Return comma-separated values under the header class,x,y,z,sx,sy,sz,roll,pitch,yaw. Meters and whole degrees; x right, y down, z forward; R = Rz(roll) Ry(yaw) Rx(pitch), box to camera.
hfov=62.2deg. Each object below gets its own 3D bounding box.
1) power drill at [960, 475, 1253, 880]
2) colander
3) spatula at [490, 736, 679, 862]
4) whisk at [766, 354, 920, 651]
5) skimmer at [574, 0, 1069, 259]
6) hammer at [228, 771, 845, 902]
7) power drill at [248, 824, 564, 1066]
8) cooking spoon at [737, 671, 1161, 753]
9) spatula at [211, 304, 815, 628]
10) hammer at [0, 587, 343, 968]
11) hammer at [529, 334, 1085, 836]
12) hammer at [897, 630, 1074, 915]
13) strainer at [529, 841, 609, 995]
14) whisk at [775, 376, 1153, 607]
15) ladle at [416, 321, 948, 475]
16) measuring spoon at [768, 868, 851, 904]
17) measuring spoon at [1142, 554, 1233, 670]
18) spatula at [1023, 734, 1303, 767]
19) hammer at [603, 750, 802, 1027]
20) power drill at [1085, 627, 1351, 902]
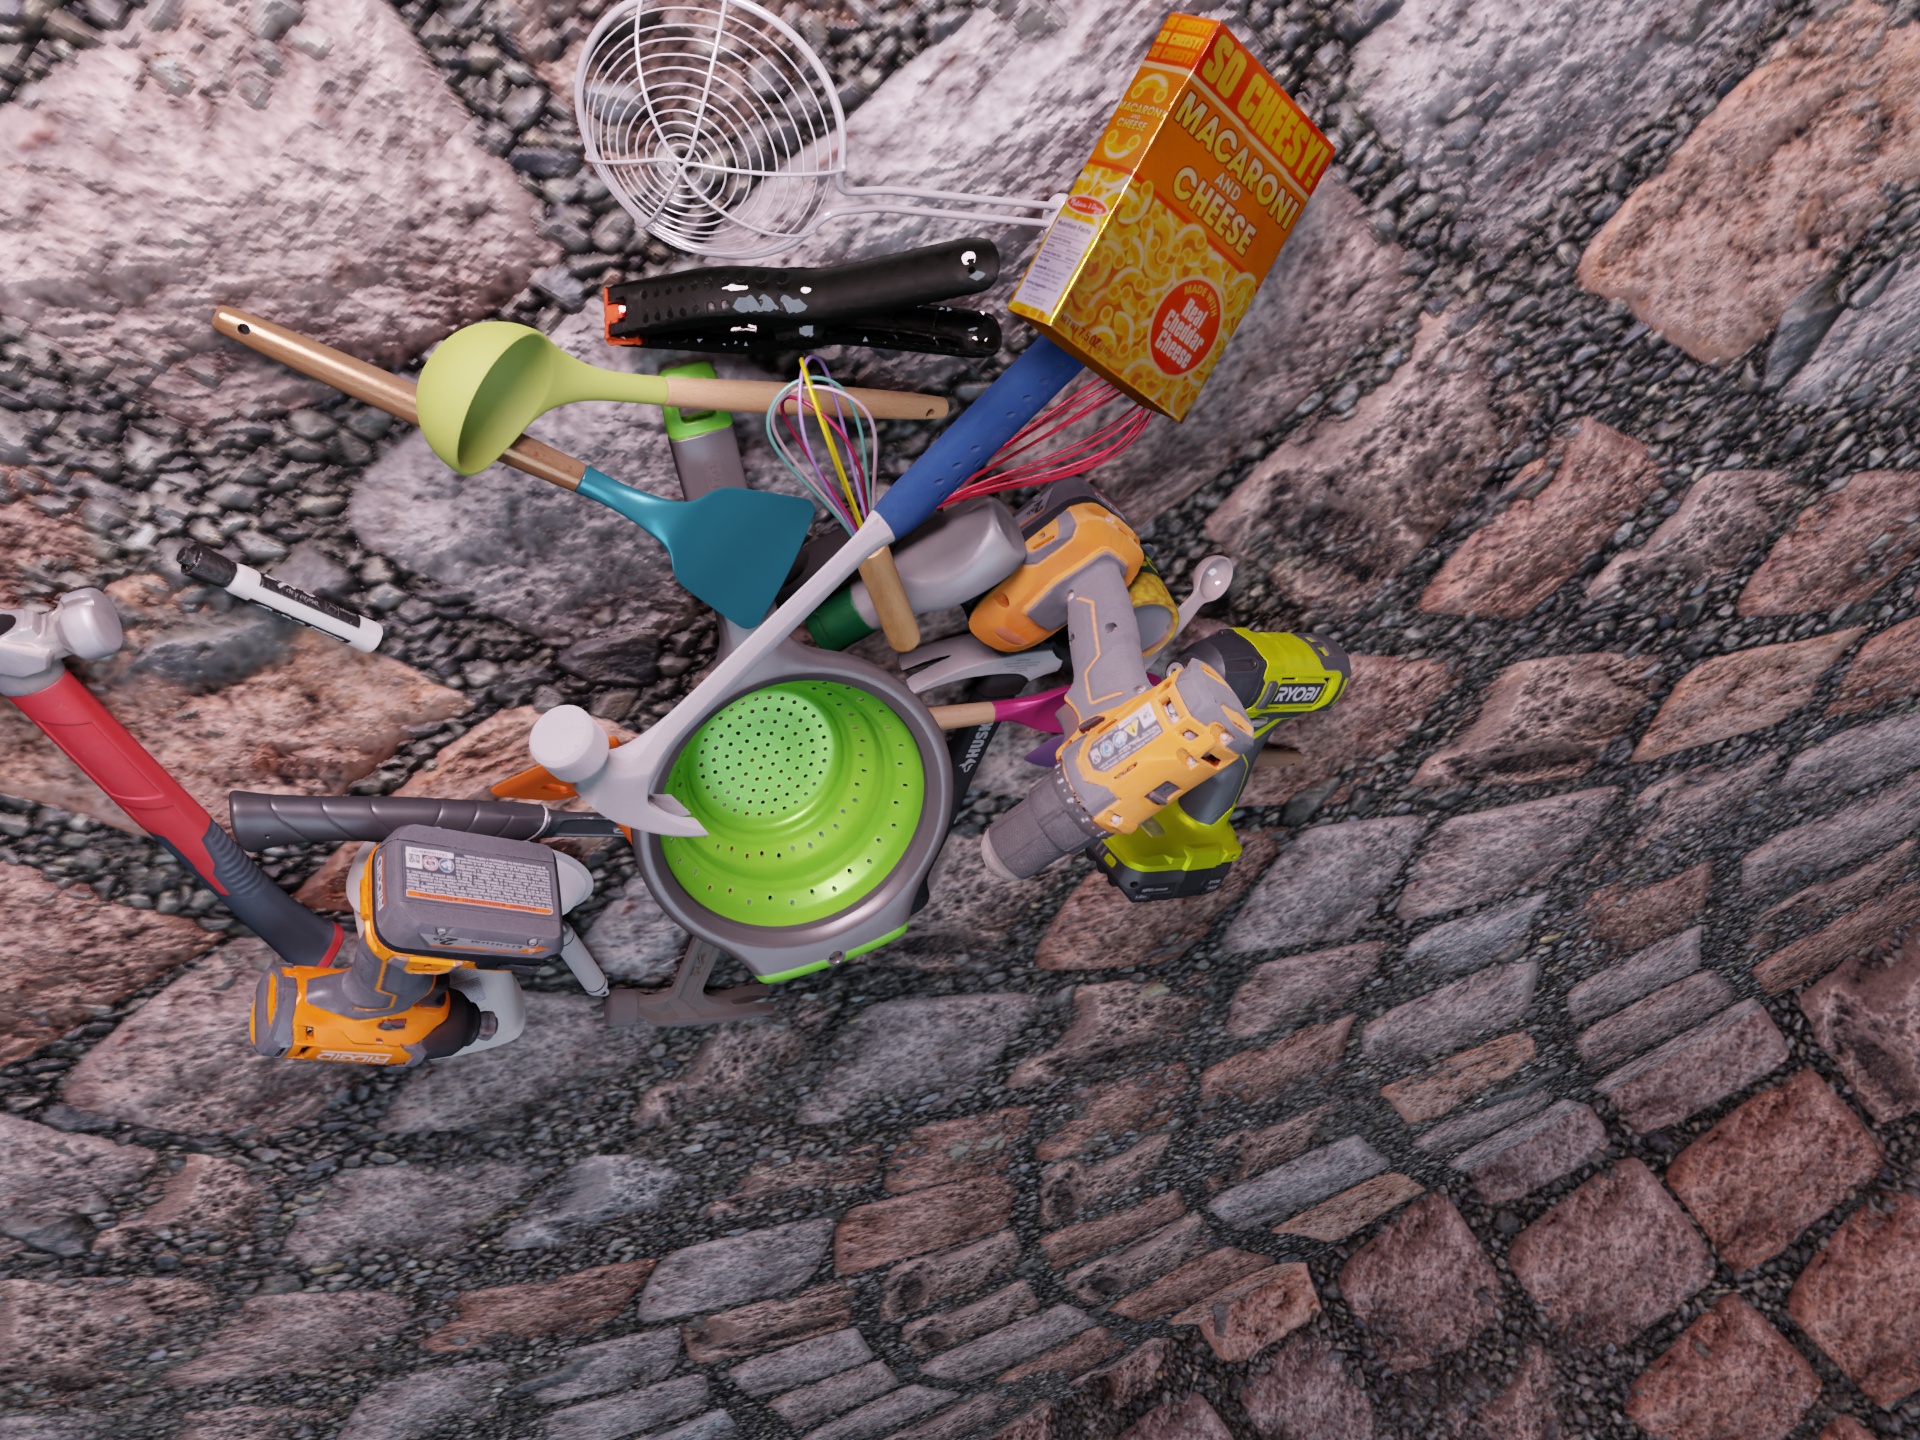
class,x,y,z,sx,sy,sz,roll,pitch,yaw
power drill,0.065,-0.022,1.010,0.185,0.226,0.084,-37,142,21
colander,-0.128,-0.031,0.980,0.204,0.095,0.396,-18,118,-14
spatula,-0.204,0.095,1.062,0.081,0.041,0.322,-23,143,2
whisk,-0.058,-0.111,0.903,0.051,0.047,0.244,-43,149,-15
skimmer,-0.010,-0.281,0.804,0.363,0.090,0.127,-7,148,-37
hammer,-0.264,0.067,1.059,0.408,0.036,0.149,3,137,-29
power drill,-0.349,0.161,1.050,0.164,0.084,0.226,14,138,-38
cooking spoon,-0.002,-0.004,1.118,0.318,0.017,0.068,-7,148,-22
spatula,-0.224,-0.137,0.826,0.317,0.044,0.082,24,100,-24
hammer,-0.504,0.067,0.990,0.143,0.038,0.385,-18,144,-4
hammer,-0.048,-0.095,0.858,0.405,0.035,0.144,-45,153,-8
hammer,-0.013,0.051,1.232,0.146,0.035,0.334,-3,141,-25
strainer,-0.307,0.161,1.218,0.087,0.050,0.258,-5,147,3
whisk,-0.001,-0.145,0.963,0.296,0.073,0.073,-29,144,19
ladle,-0.128,-0.164,0.835,0.320,0.062,0.078,-6,138,-39
measuring spoon,-0.110,0.121,1.251,0.128,0.021,0.042,-33,156,-47
measuring spoon,0.148,-0.071,1.137,0.124,0.018,0.034,-48,137,-5
spatula,0.174,0.028,1.288,0.315,0.018,0.059,3,153,-40
hammer,-0.175,0.138,1.258,0.149,0.037,0.358,0,140,-28
power drill,0.185,0.030,1.219,0.171,0.080,0.223,-2,129,-39
